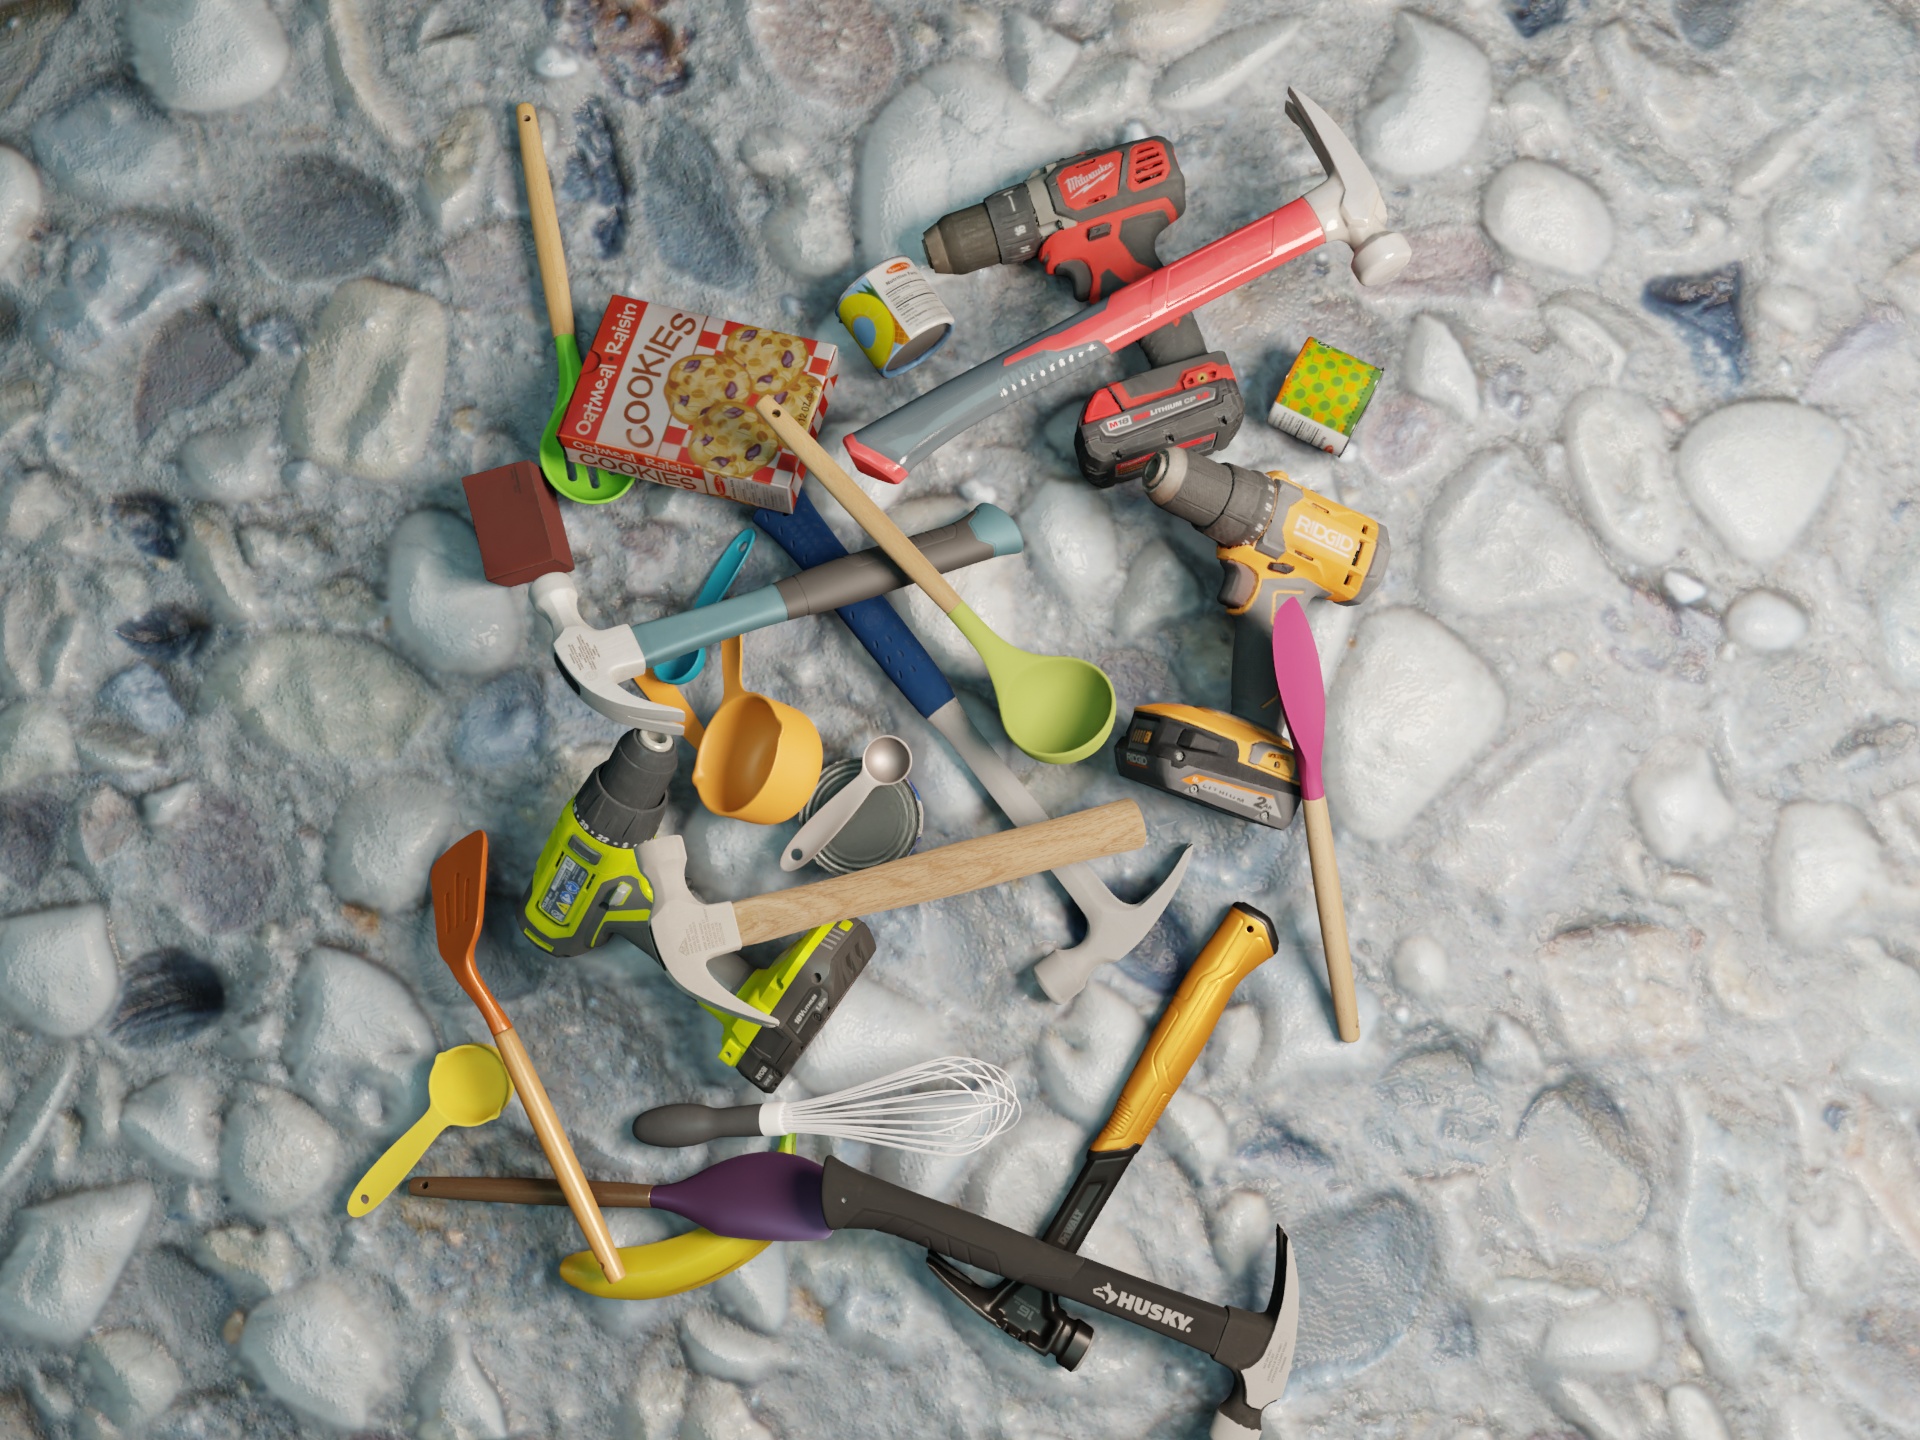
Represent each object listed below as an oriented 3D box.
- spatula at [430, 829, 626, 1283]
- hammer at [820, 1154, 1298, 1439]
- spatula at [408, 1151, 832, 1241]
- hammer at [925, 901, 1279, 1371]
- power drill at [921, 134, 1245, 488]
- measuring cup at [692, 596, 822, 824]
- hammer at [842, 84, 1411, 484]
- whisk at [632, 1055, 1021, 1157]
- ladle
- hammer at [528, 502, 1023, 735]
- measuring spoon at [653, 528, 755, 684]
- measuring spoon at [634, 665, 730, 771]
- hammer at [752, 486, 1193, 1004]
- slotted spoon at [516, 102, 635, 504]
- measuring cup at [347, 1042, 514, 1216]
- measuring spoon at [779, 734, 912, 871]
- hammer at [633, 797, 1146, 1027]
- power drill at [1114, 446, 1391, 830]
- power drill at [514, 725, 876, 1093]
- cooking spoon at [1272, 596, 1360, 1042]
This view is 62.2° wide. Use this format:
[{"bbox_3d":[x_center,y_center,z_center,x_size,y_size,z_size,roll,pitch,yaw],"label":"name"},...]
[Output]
[{"bbox_3d":[-0.299,0.234,1.102,0.081,0.041,0.323,-32,82,39],"label":"spatula"},{"bbox_3d":[0.063,0.359,1.054,0.335,0.035,0.146,21,89,0],"label":"hammer"},{"bbox_3d":[-0.237,0.327,1.105,0.316,0.018,0.060,-2,61,12],"label":"spatula"},{"bbox_3d":[0.111,0.270,1.093,0.127,0.034,0.337,31,89,4],"label":"hammer"},{"bbox_3d":[0.088,-0.283,1.112,0.188,0.080,0.227,-17,82,3],"label":"power drill"},{"bbox_3d":[-0.141,-0.008,1.123,0.095,0.052,0.174,-29,54,33],"label":"measuring cup"},{"bbox_3d":[0.092,-0.275,1.055,0.386,0.038,0.143,-27,78,1],"label":"hammer"},{"bbox_3d":[-0.096,0.270,1.084,0.284,0.070,0.070,-8,86,17],"label":"whisk"},{"bbox_3d":[-0.019,-0.096,1.051,0.078,0.062,0.320,-45,97,-14],"label":"ladle"},{"bbox_3d":[-0.110,-0.085,1.073,0.331,0.033,0.128,-20,69,-20],"label":"hammer"},{"bbox_3d":[-0.178,-0.080,1.147,0.042,0.021,0.128,22,78,36],"label":"measuring spoon"},{"bbox_3d":[-0.206,-0.008,1.145,0.021,0.011,0.117,-39,84,1],"label":"measuring spoon"},{"bbox_3d":[-0.002,-0.004,1.118,0.144,0.035,0.405,-39,84,1],"label":"hammer"},{"bbox_3d":[-0.292,-0.304,1.164,0.070,0.031,0.314,-10,83,-14],"label":"slotted spoon"},{"bbox_3d":[-0.378,0.293,1.133,0.062,0.029,0.156,43,94,6],"label":"measuring cup"},{"bbox_3d":[-0.080,0.059,1.098,0.034,0.018,0.124,45,97,4],"label":"measuring spoon"},{"bbox_3d":[-0.033,0.106,1.024,0.331,0.031,0.130,-12,80,-17],"label":"hammer"},{"bbox_3d":[0.176,-0.059,1.058,0.185,0.084,0.226,20,87,-25],"label":"power drill"},{"bbox_3d":[-0.176,0.126,1.072,0.228,0.080,0.190,36,120,4],"label":"power drill"},{"bbox_3d":[0.235,0.073,1.044,0.017,0.069,0.318,0,112,33],"label":"cooking spoon"}]
